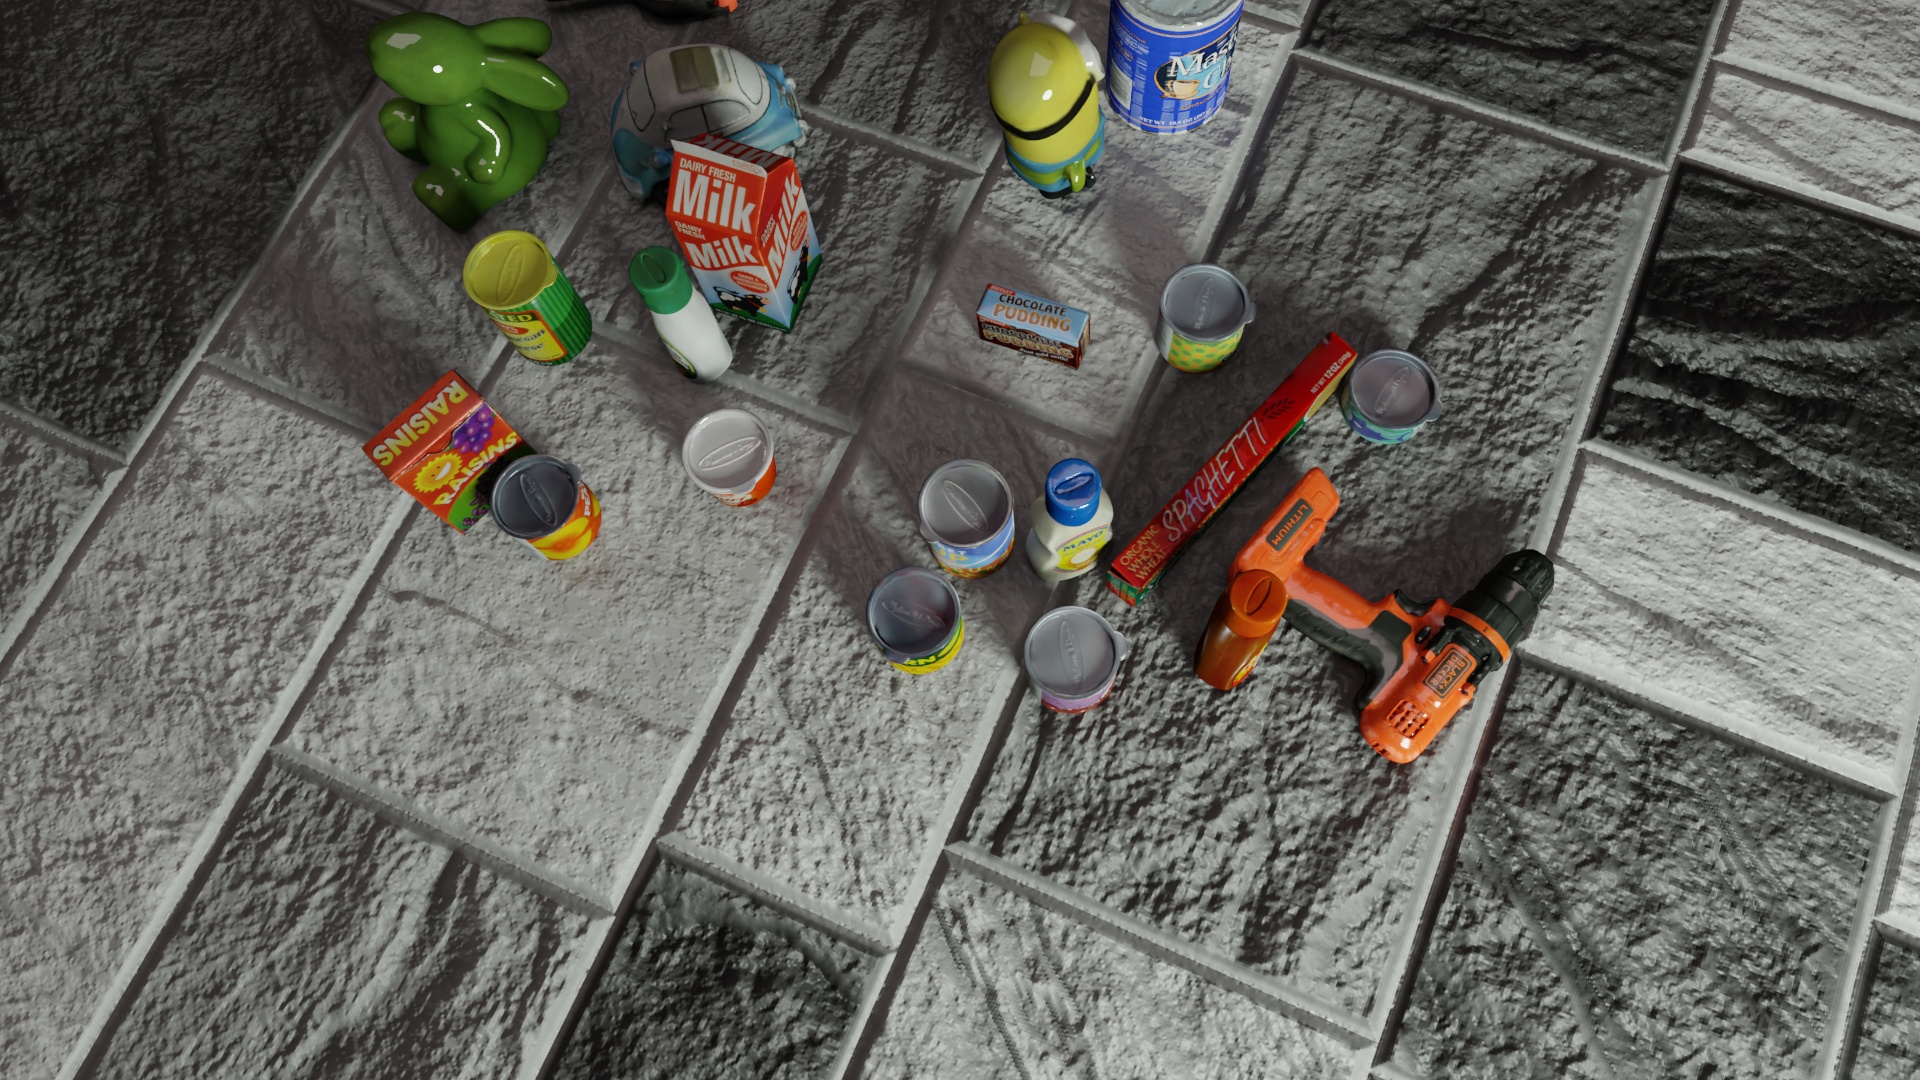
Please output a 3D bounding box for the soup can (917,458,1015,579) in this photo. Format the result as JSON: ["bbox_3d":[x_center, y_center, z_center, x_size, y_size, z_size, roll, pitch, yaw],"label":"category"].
[{"bbox_3d":[0.004,-0.013,1.000,0.071,0.083,0.071,-1,72,3],"label":"soup can"}]

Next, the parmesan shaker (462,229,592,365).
[{"bbox_3d":[-0.327,-0.183,1.067,0.071,0.102,0.071,-1,72,3],"label":"parmesan shaker"}]

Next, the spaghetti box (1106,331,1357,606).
[{"bbox_3d":[0.198,-0.052,1.019,0.029,0.050,0.250,41,79,15],"label":"spaghetti box"}]

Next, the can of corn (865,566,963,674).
[{"bbox_3d":[-0.032,0.060,0.991,0.071,0.058,0.071,-1,72,3],"label":"can of corn"}]

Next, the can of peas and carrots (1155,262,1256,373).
[{"bbox_3d":[0.185,-0.167,1.053,0.071,0.058,0.071,-1,72,3],"label":"can of peas and carrots"}]

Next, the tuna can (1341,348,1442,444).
[{"bbox_3d":[0.323,-0.106,1.038,0.071,0.032,0.071,-1,72,3],"label":"tuna can"}]

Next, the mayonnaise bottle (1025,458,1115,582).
[{"bbox_3d":[0.077,-0.014,0.962,0.065,0.147,0.041,-24,72,-4],"label":"mayonnaise bottle"}]

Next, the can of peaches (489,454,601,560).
[{"bbox_3d":[-0.306,-0.025,1.037,0.071,0.058,0.071,-1,72,3],"label":"can of peaches"}]

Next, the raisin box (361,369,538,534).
[{"bbox_3d":[-0.369,-0.062,1.018,0.086,0.123,0.040,-44,75,-10],"label":"raisin box"}]

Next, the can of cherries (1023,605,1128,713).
[{"bbox_3d":[0.081,0.085,0.976,0.071,0.058,0.071,-1,72,3],"label":"can of cherries"}]

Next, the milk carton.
[{"bbox_3d":[-0.160,-0.233,1.027,0.072,0.190,0.073,18,74,9],"label":"milk carton"}]

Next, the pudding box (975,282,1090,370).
[{"bbox_3d":[0.056,-0.165,1.065,0.084,0.049,0.030,19,74,9],"label":"pudding box"}]

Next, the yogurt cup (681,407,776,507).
[{"bbox_3d":[-0.170,-0.059,1.042,0.072,0.053,0.072,-1,72,3],"label":"yogurt cup"}]

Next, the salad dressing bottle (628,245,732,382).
[{"bbox_3d":[-0.208,-0.167,1.031,0.044,0.147,0.064,-36,74,-8],"label":"salad dressing bottle"}]

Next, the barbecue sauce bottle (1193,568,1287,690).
[{"bbox_3d":[0.189,0.056,0.931,0.044,0.148,0.065,31,77,13],"label":"barbecue sauce bottle"}]
